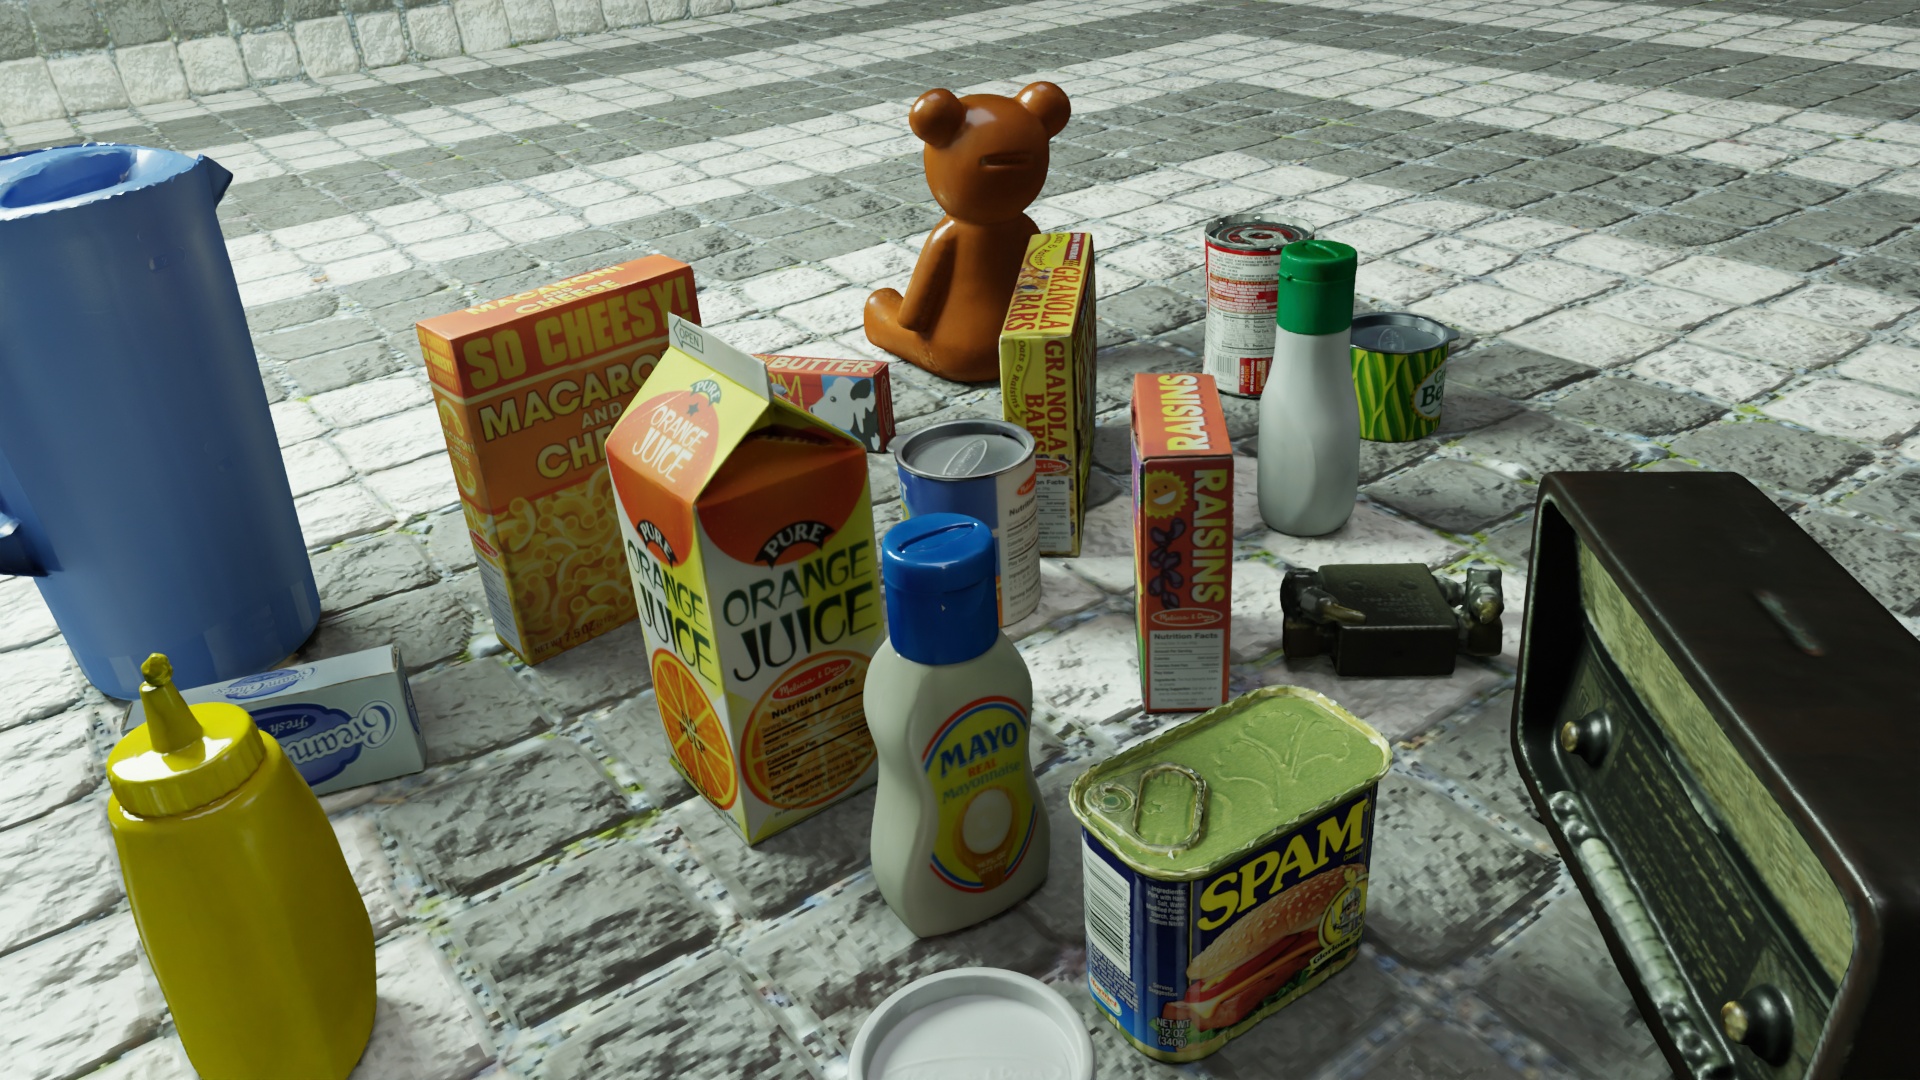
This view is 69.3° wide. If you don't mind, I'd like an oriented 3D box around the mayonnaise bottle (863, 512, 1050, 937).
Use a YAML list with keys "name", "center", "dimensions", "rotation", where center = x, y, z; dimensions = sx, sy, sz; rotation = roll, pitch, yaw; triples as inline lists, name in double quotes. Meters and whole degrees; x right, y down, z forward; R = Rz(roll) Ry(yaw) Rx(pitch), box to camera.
- name: "mayonnaise bottle"
  center: [-0.003, 0.064, 0.474]
  dimensions: [0.065, 0.147, 0.041]
  rotation: [-19, 32, -25]

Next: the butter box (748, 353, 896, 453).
- name: "butter box"
  center: [-0.093, -0.085, 0.852]
  dimensions: [0.103, 0.053, 0.024]
  rotation: [6, 30, 18]

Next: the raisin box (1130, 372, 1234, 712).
- name: "raisin box"
  center: [0.094, 0.000, 0.602]
  dimensions: [0.040, 0.122, 0.086]
  rotation: [-1, 29, 6]

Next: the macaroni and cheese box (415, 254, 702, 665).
- name: "macaroni and cheese box"
  center: [-0.177, -0.040, 0.664]
  dimensions: [0.124, 0.165, 0.040]
  rotation: [-26, 36, -35]

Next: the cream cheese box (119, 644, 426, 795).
- name: "cream cheese box"
  center: [-0.280, 0.081, 0.574]
  dimensions: [0.104, 0.053, 0.024]
  rotation: [-13, 30, -15]

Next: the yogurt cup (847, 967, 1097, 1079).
- name: "yogurt cup"
  center: [0.005, 0.163, 0.389]
  dimensions: [0.072, 0.053, 0.073]
  rotation: [-3, 29, 2]

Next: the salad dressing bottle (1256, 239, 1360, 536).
- name: "salad dressing bottle"
  center: [0.178, -0.076, 0.704]
  dimensions: [0.044, 0.147, 0.064]
  rotation: [-11, 29, -13]

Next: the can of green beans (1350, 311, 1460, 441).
- name: "can of green beans"
  center: [0.254, -0.098, 0.826]
  dimensions: [0.071, 0.057, 0.071]
  rotation: [-3, 29, 2]

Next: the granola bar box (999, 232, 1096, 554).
- name: "granola bar box"
  center: [0.052, -0.085, 0.760]
  dimensions: [0.039, 0.123, 0.166]
  rotation: [1, 29, 9]

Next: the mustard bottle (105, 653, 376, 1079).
- name: "mustard bottle"
  center: [-0.222, 0.099, 0.424]
  dimensions: [0.049, 0.159, 0.065]
  rotation: [-6, 29, -4]

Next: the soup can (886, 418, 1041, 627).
- name: "soup can"
  center: [0.002, -0.008, 0.669]
  dimensions: [0.071, 0.083, 0.072]
  rotation: [-3, 29, 2]

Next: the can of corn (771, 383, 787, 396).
- name: "can of corn"
  center: [-0.130, -0.053, 0.793]
  dimensions: [0.071, 0.058, 0.071]
  rotation: [-3, 29, 2]

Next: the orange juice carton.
- name: "orange juice carton"
  center: [-0.080, 0.012, 0.532]
  dimensions: [0.073, 0.191, 0.072]
  rotation: [-23, 34, -30]
